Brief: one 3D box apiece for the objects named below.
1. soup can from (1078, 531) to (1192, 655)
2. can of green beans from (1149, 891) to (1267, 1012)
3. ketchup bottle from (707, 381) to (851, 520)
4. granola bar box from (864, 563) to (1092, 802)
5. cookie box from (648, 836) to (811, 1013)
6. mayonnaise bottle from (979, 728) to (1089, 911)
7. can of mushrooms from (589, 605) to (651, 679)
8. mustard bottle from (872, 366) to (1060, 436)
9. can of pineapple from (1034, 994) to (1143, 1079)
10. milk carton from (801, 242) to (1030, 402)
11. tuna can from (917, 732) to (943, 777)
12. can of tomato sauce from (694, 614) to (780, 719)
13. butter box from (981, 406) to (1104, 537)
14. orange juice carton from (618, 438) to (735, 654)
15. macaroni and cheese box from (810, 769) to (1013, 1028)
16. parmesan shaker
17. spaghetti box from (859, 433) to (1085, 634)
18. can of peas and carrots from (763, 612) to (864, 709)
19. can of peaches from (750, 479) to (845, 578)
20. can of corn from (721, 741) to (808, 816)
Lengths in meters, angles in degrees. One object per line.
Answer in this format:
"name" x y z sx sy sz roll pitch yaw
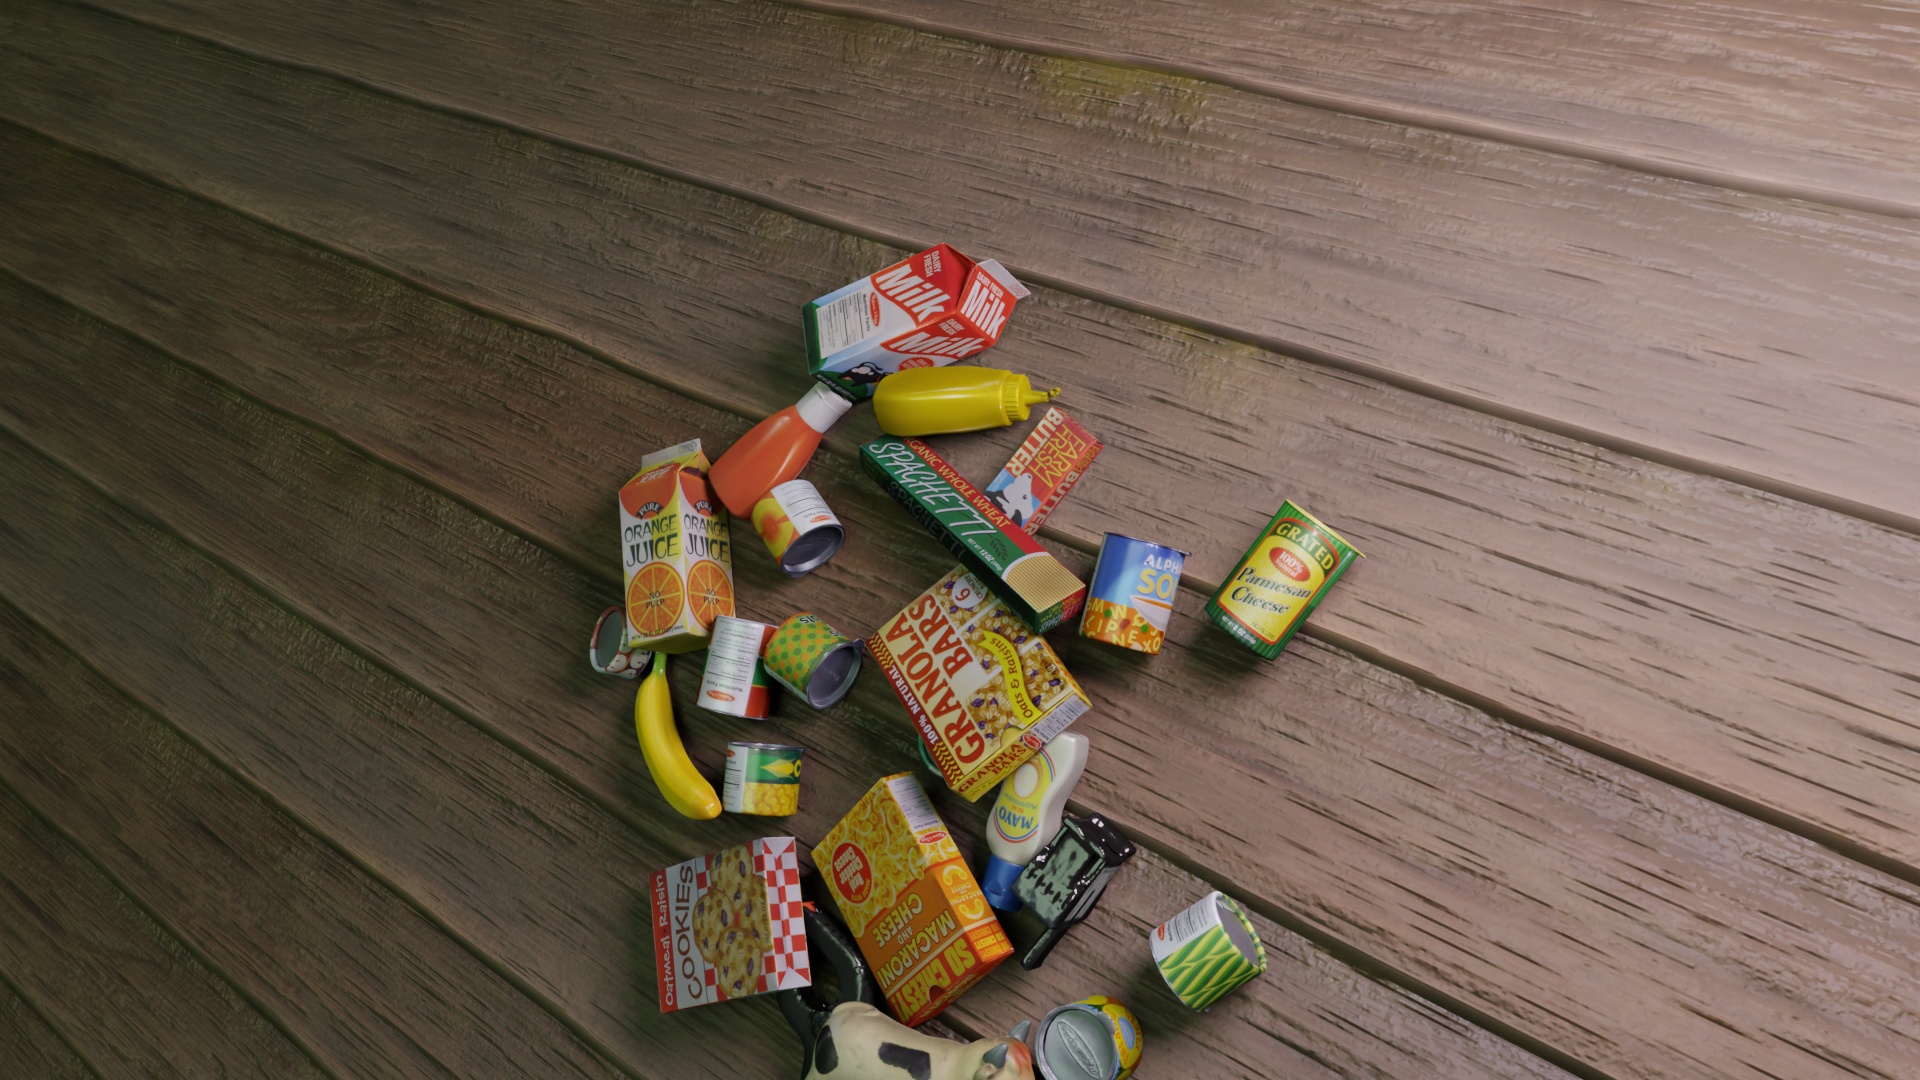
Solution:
"soup can" 0.135 0.042 1.077 0.071 0.071 0.083 14 88 30
"can of green beans" 0.180 0.297 1.007 0.057 0.071 0.071 -38 66 17
"ketchup bottle" -0.164 -0.088 1.275 0.148 0.043 0.065 -42 66 16
"granola bar box" 0.011 0.106 1.115 0.124 0.039 0.166 -39 51 5
"cookie box" -0.201 0.333 1.197 0.167 0.040 0.123 -25 66 38
"mayonnaise bottle" 0.053 0.218 1.104 0.065 0.041 0.148 17 89 31
"can of mushrooms" -0.321 0.095 1.320 0.071 0.033 0.071 -23 58 43
"mustard bottle" 0.007 -0.119 1.178 0.160 0.066 0.048 1 123 21
"can of pineapple" 0.099 0.377 1.040 0.071 0.058 0.071 -5 79 27
"milk carton" -0.038 -0.194 1.206 0.190 0.072 0.073 -19 65 25
"tuna can" 0.000 0.162 1.147 0.071 0.033 0.071 -5 79 27
"can of tomato sauce" -0.196 0.113 1.245 0.071 0.071 0.083 9 85 29
"butter box" 0.067 -0.056 1.156 0.053 0.024 0.103 45 102 28
"orange juice carton" -0.265 0.003 1.296 0.071 0.073 0.193 -14 74 26
"macaroni and cheese box" -0.043 0.290 1.122 0.123 0.040 0.167 -50 60 35
"parmesan shaker" 0.238 0.031 1.024 0.071 0.071 0.103 41 101 28
"spaghetti box" 0.004 -0.014 1.149 0.050 0.028 0.251 -27 51 -26
"can of peas and carrots" -0.127 0.102 1.208 0.059 0.071 0.071 31 96 29
"can of peaches" -0.146 -0.011 1.239 0.071 0.071 0.058 -44 64 15
"can of corn" -0.171 0.208 1.214 0.071 0.071 0.058 2 83 29
